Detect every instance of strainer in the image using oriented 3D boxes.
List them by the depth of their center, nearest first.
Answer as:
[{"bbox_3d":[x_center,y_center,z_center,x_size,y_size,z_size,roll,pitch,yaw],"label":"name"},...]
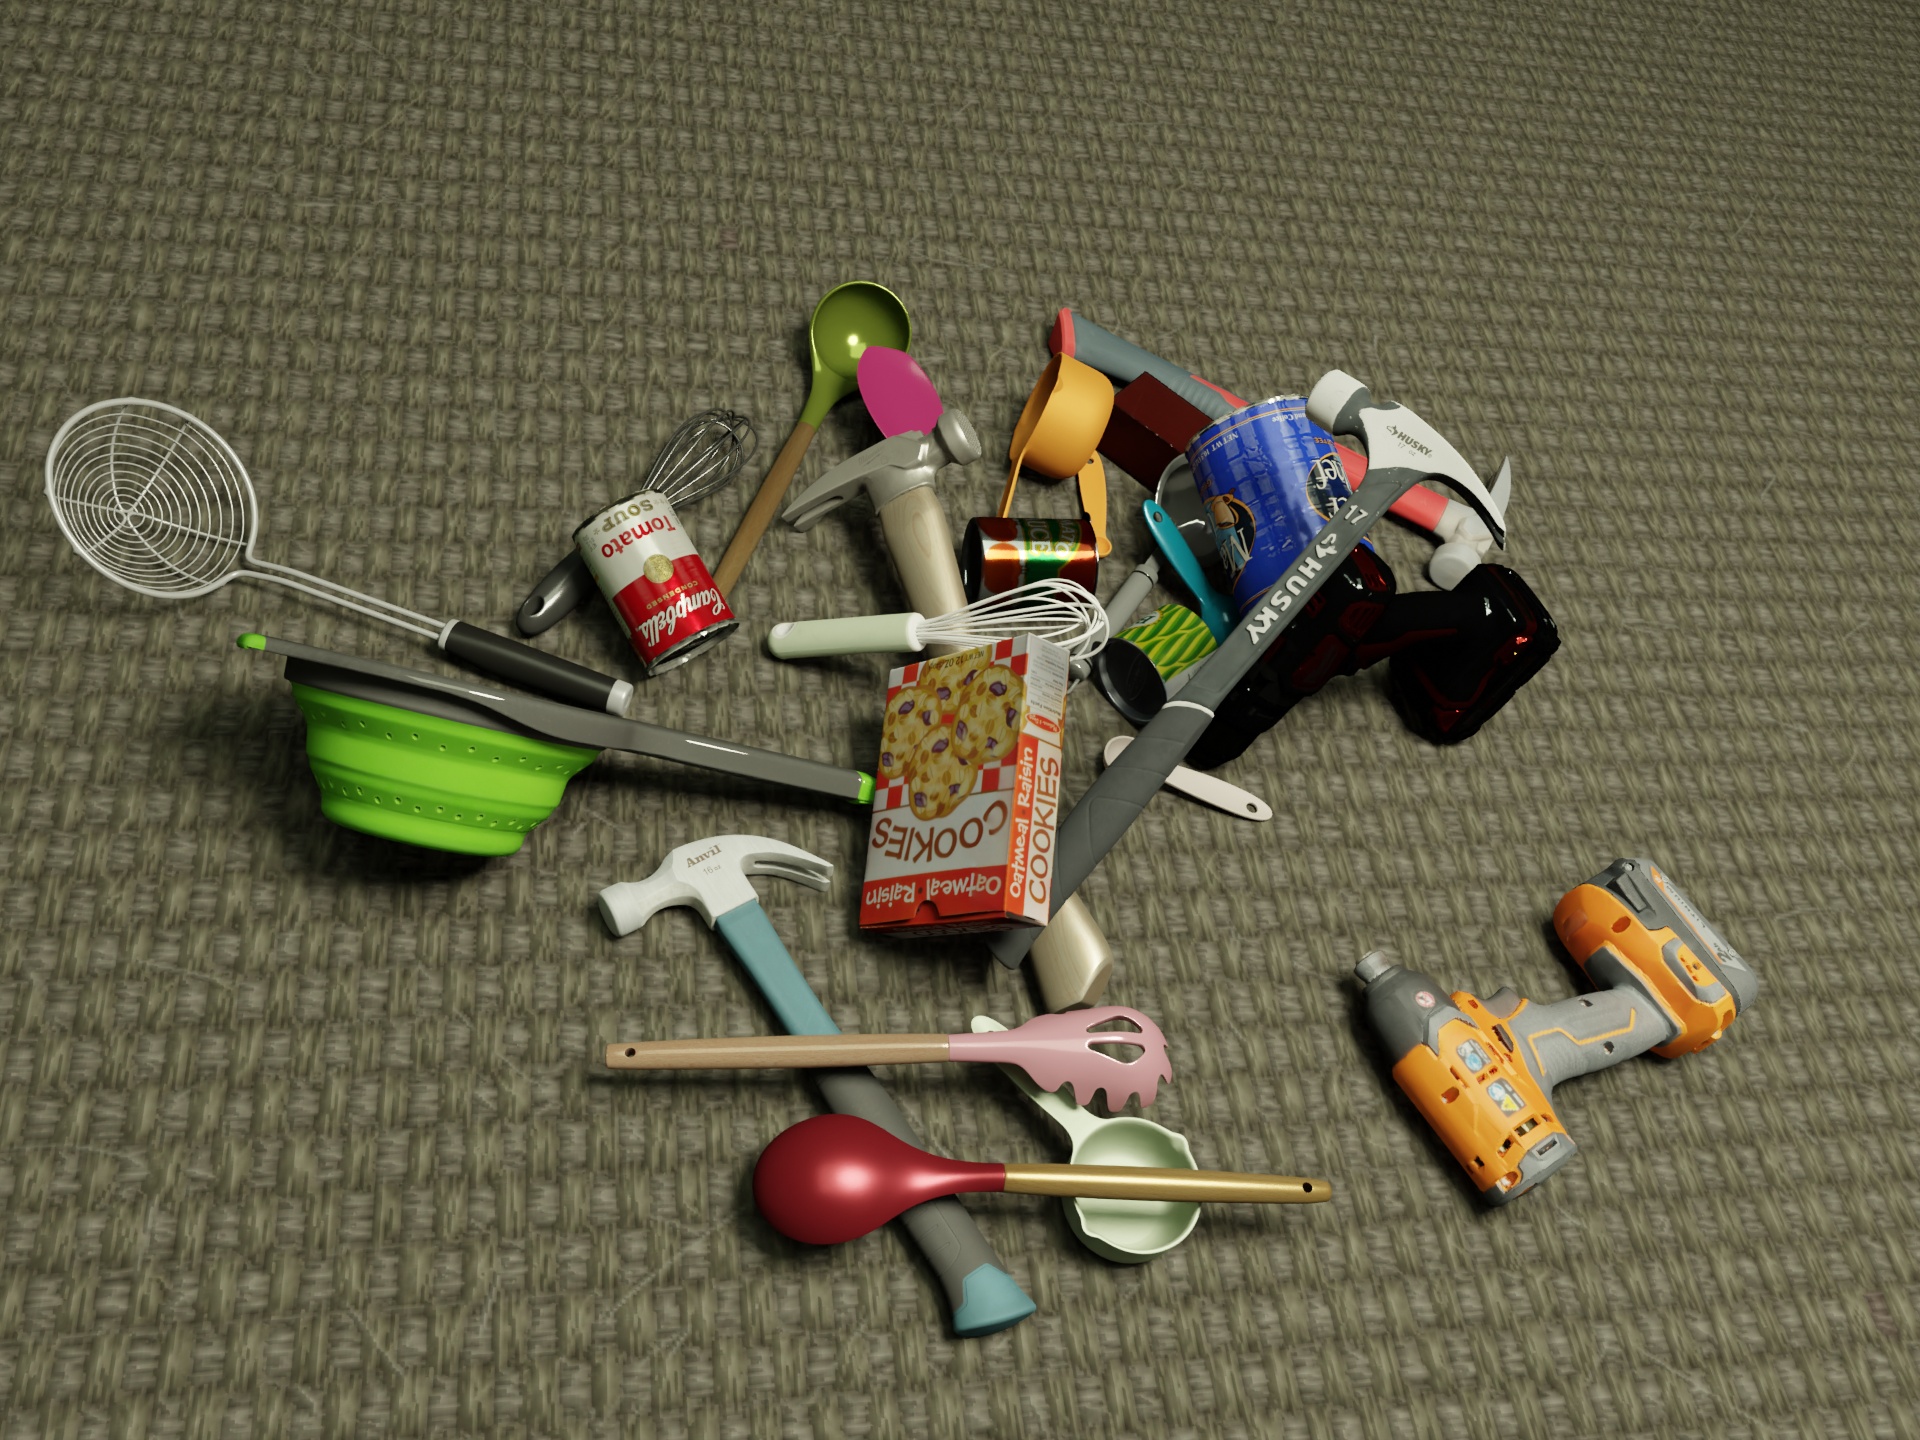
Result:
[{"bbox_3d":[0.135,-0.110,1.156,0.086,0.050,0.258,52,58,-24],"label":"strainer"}]

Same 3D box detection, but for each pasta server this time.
[{"bbox_3d":[-0.035,0.185,0.881,0.316,0.040,0.060,0,56,-7],"label":"pasta server"}]

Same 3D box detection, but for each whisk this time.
[{"bbox_3d":[-0.020,-0.056,1.011,0.246,0.059,0.058,-2,39,29],"label":"whisk"},{"bbox_3d":[-0.220,-0.138,1.090,0.055,0.055,0.239,32,59,9],"label":"whisk"}]

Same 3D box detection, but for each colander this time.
[{"bbox_3d":[-0.222,0.040,0.933,0.396,0.204,0.094,14,87,-23],"label":"colander"}]

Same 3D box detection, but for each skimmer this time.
[{"bbox_3d":[-0.376,-0.091,0.987,0.363,0.090,0.127,20,53,-1],"label":"skimmer"}]

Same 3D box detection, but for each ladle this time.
[{"bbox_3d":[0.048,0.248,0.853,0.315,0.031,0.069,4,57,-9],"label":"ladle"},{"bbox_3d":[-0.117,-0.199,1.149,0.078,0.062,0.320,32,56,-14],"label":"ladle"}]

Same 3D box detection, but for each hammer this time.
[{"bbox_3d":[-0.070,0.200,0.898,0.128,0.033,0.331,-26,66,-26],"label":"hammer"},{"bbox_3d":[0.152,-0.017,0.943,0.149,0.036,0.409,40,88,25],"label":"hammer"},{"bbox_3d":[-0.002,-0.003,1.031,0.146,0.038,0.411,-25,66,17],"label":"hammer"},{"bbox_3d":[0.252,-0.241,1.275,0.386,0.038,0.143,28,53,7],"label":"hammer"}]

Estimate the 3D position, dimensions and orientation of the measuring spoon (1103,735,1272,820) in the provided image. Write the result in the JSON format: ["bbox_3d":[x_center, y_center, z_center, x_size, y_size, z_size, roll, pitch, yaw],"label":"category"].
[{"bbox_3d":[0.151,0.045,1.072,0.124,0.018,0.034,21,54,-7],"label":"measuring spoon"}]

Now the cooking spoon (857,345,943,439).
[{"bbox_3d":[-0.023,-0.136,1.126,0.068,0.017,0.319,3,61,-32],"label":"cooking spoon"}]

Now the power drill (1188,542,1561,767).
[{"bbox_3d":[0.272,-0.036,1.079,0.226,0.187,0.080,2,49,-35],"label":"power drill"}]

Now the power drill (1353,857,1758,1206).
[{"bbox_3d":[0.362,0.175,0.991,0.226,0.084,0.164,-26,65,-23],"label":"power drill"}]

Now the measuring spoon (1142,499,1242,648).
[{"bbox_3d":[0.172,-0.106,1.140,0.042,0.021,0.128,-38,98,-28],"label":"measuring spoon"}]

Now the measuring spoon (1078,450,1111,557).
[{"bbox_3d":[0.100,-0.165,1.206,0.021,0.011,0.117,6,51,-10],"label":"measuring spoon"}]

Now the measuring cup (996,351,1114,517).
[{"bbox_3d":[0.066,-0.187,1.179,0.052,0.095,0.174,21,73,-12],"label":"measuring cup"}]

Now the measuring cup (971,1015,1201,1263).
[{"bbox_3d":[0.063,0.235,0.904,0.083,0.038,0.168,-35,67,-30],"label":"measuring cup"}]
